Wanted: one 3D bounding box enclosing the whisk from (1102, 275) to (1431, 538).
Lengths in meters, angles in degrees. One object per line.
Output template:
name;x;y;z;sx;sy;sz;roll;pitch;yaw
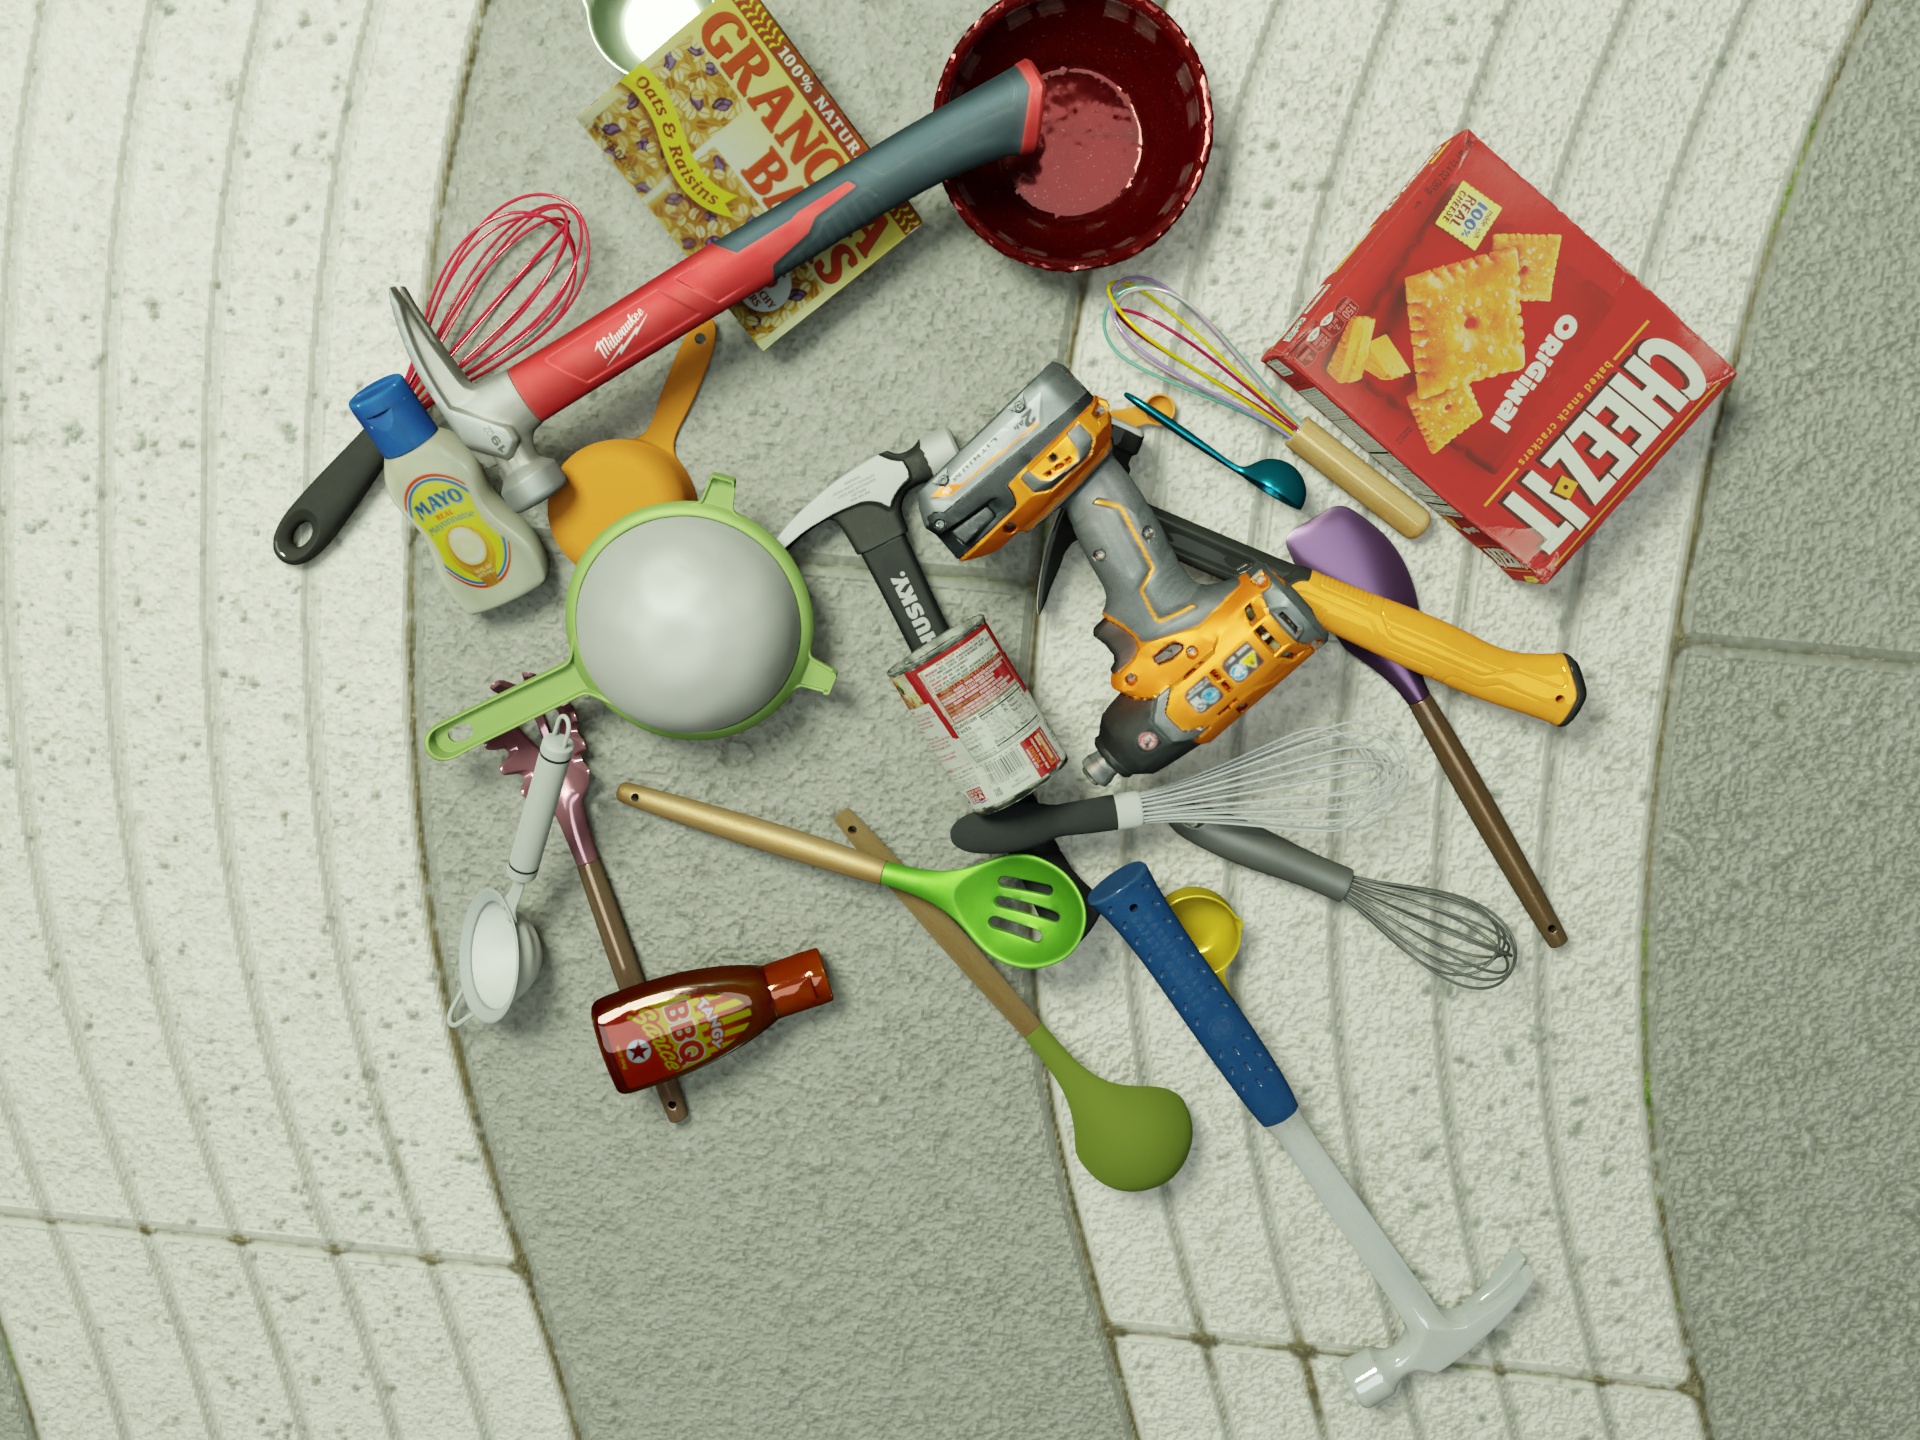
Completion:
whisk;0.184;-0.186;0.961;0.245;0.047;0.051;36;100;-7

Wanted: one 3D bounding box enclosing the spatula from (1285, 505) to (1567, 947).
spatula;0.303;0.007;0.999;0.060;0.018;0.316;-30;96;8

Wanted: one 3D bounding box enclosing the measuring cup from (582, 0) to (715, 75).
measuring cup;-0.169;-0.458;0.936;0.083;0.038;0.167;13;97;0

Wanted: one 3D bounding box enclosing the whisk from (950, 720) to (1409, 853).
whisk;0.135;0.051;0.975;0.284;0.070;0.070;-9;99;0

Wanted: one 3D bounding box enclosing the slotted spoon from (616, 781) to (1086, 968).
slotted spoon;-0.072;0.087;1.005;0.314;0.031;0.070;16;93;9

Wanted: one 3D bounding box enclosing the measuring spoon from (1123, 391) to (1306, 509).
measuring spoon;0.157;-0.170;0.963;0.128;0.042;0.021;32;97;-3

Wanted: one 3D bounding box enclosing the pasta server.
pasta server;-0.234;0.119;1.030;0.060;0.040;0.316;-17;99;0

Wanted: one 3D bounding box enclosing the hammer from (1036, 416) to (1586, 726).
hammer;0.215;-0.066;0.968;0.337;0.034;0.127;22;104;2

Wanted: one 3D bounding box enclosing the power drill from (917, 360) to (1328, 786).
power drill;0.080;-0.076;0.925;0.164;0.084;0.226;-43;98;13

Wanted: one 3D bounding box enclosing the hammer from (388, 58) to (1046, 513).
hammer;-0.130;-0.274;0.900;0.386;0.038;0.143;-29;106;6

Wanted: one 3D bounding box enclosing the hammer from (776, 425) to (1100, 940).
hammer;-0.002;-0.003;1.002;0.146;0.035;0.334;-25;97;5

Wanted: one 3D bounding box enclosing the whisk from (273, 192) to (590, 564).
whisk;-0.330;-0.203;0.975;0.073;0.073;0.296;44;104;-5

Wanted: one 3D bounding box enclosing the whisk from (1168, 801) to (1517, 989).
whisk;0.241;0.107;1.005;0.239;0.055;0.055;23;99;3

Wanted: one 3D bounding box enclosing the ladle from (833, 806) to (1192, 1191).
ladle;0.030;0.178;1.032;0.078;0.062;0.320;-42;88;10

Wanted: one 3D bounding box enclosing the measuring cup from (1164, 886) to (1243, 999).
measuring cup;0.167;0.178;1.032;0.062;0.029;0.156;-20;106;5

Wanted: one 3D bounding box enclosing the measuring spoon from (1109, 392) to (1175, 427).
measuring spoon;0.076;-0.179;0.984;0.117;0.011;0.021;-16;107;8

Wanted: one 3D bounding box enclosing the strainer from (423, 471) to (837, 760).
strainer;-0.212;-0.028;0.947;0.256;0.069;0.151;-25;108;5

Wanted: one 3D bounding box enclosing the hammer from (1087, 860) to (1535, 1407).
hammer;0.215;0.257;1.016;0.144;0.035;0.405;-34;102;7

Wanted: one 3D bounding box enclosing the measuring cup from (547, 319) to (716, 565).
measuring cup;-0.192;-0.167;0.974;0.095;0.052;0.173;25;101;-2

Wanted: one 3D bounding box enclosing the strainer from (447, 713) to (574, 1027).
strainer;-0.273;0.099;0.994;0.050;0.087;0.258;-4;131;-37
